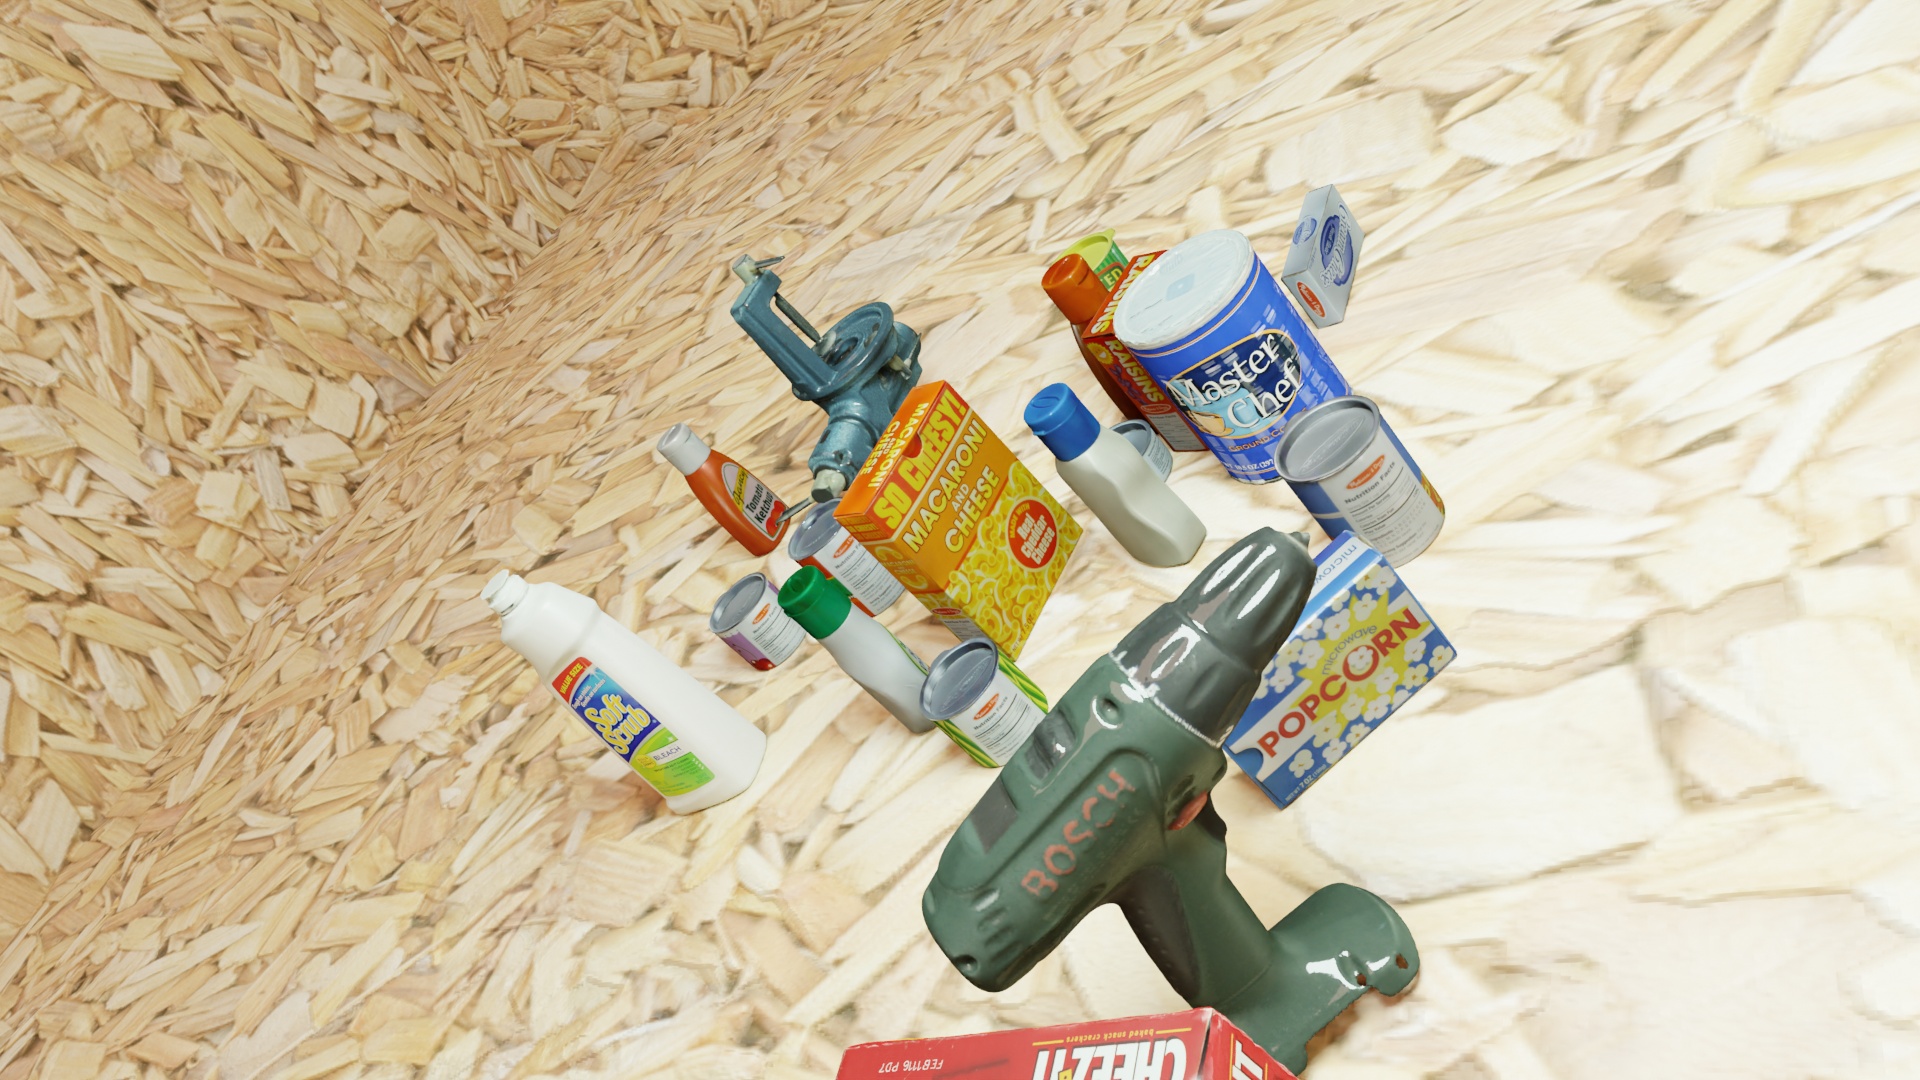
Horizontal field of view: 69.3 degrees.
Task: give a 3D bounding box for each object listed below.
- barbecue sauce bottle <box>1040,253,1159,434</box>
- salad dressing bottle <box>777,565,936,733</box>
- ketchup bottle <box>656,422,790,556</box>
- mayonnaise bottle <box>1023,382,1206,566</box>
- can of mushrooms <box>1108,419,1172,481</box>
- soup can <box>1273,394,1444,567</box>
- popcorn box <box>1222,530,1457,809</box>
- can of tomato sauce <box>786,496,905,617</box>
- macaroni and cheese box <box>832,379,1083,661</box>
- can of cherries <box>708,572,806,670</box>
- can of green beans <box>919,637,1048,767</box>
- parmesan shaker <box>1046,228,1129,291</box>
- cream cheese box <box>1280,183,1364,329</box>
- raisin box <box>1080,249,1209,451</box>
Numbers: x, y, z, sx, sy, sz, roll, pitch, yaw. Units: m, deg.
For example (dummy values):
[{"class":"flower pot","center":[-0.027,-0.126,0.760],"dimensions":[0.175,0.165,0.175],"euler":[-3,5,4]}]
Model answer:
[{"class":"barbecue sauce bottle","center":[0.117,-0.148,1.034],"dimensions":[0.043,0.148,0.065],"euler":[0,51,52]},{"class":"salad dressing bottle","center":[-0.066,0.076,0.971],"dimensions":[0.044,0.147,0.064],"euler":[-48,29,-6]},{"class":"ketchup bottle","center":[-0.231,-0.052,1.348],"dimensions":[0.043,0.148,0.065],"euler":[-23,35,34]},{"class":"mayonnaise bottle","center":[0.099,-0.042,0.917],"dimensions":[0.064,0.147,0.041],"euler":[5,55,55]},{"class":"can of mushrooms","center":[0.119,-0.054,1.026],"dimensions":[0.071,0.033,0.071],"euler":[-31,31,22]},{"class":"soup can","center":[0.231,-0.034,0.806],"dimensions":[0.071,0.083,0.072],"euler":[-32,31,22]},{"class":"popcorn box","center":[0.186,0.068,0.727],"dimensions":[0.126,0.085,0.038],"euler":[-42,29,3]},{"class":"can of tomato sauce","center":[-0.092,0.015,1.153],"dimensions":[0.071,0.083,0.071],"euler":[-32,31,22]},{"class":"macaroni and cheese box","center":[0.003,-0.012,0.980],"dimensions":[0.040,0.166,0.124],"euler":[-7,46,48]},{"class":"can of cherries","center":[-0.176,0.071,1.212],"dimensions":[0.071,0.058,0.072],"euler":[-32,31,22]},{"class":"can of green beans","center":[0.016,0.107,0.920],"dimensions":[0.071,0.057,0.071],"euler":[-32,31,22]},{"class":"parmesan shaker","center":[0.126,-0.192,1.127],"dimensions":[0.071,0.103,0.072],"euler":[-32,31,22]},{"class":"cream cheese box","center":[0.267,-0.209,1.022],"dimensions":[0.024,0.053,0.104],"euler":[-16,39,42]},{"class":"raisin box","center":[0.152,-0.135,0.998],"dimensions":[0.040,0.123,0.086],"euler":[2,52,53]}]
